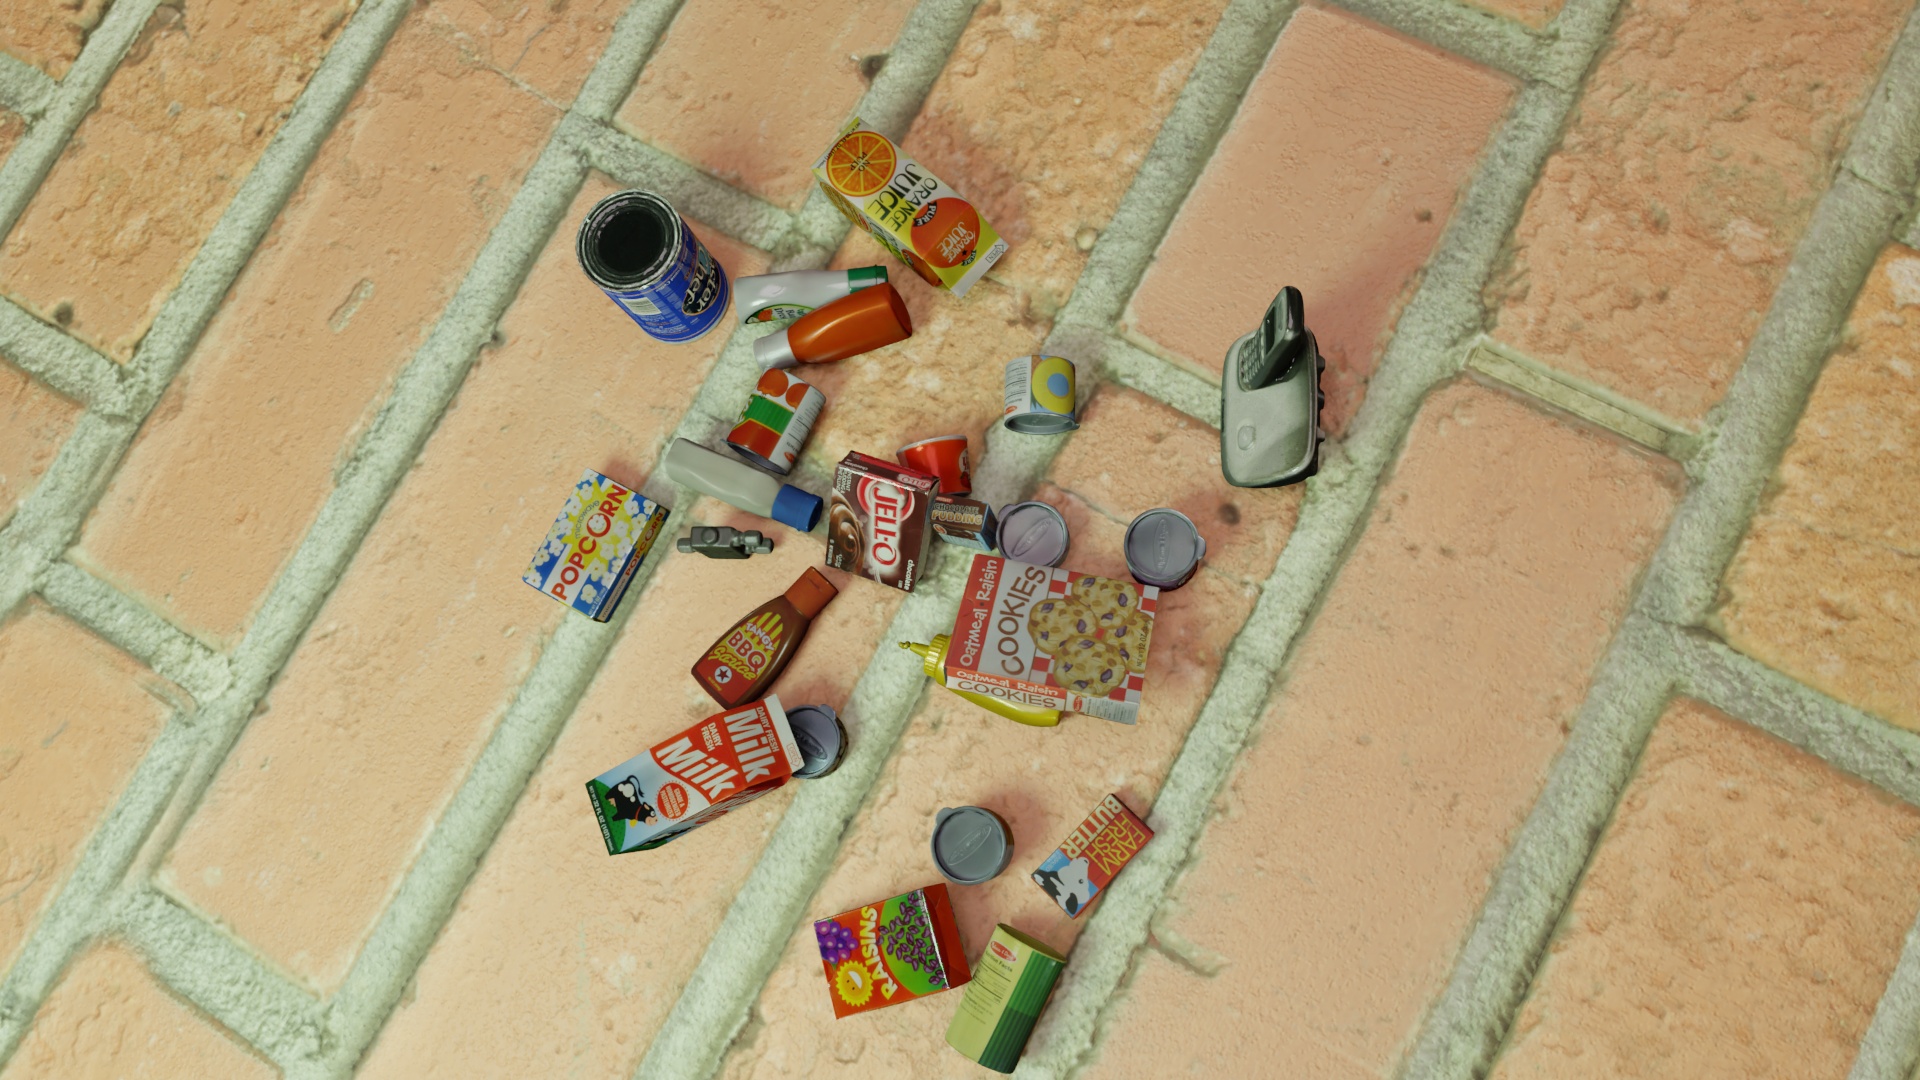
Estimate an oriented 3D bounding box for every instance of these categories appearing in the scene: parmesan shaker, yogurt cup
[{"bbox_3d":[0.036,0.385,1.171,0.071,0.071,0.103,25,83,13],"label":"parmesan shaker"},{"bbox_3d":[-0.021,-0.063,1.282,0.072,0.072,0.054,-13,84,6],"label":"yogurt cup"}]

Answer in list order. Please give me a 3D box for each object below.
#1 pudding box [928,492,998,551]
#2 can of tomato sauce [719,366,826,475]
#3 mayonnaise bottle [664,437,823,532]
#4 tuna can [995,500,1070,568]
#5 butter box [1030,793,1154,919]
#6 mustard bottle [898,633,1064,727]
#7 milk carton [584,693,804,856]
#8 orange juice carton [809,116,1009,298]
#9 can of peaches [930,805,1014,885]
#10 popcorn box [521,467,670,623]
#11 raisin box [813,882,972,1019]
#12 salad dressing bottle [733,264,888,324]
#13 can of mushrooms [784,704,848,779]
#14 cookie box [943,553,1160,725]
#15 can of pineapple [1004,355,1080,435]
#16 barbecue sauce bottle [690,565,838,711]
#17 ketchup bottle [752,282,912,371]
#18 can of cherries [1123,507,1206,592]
[{"bbox_3d":[0.004,-0.016,1.255,0.050,0.083,0.030,13,80,12],"label":"pudding box"},{"bbox_3d":[-0.176,-0.114,1.315,0.071,0.071,0.083,25,82,13],"label":"can of tomato sauce"},{"bbox_3d":[-0.203,-0.051,1.309,0.148,0.064,0.041,22,78,9],"label":"mayonnaise bottle"},{"bbox_3d":[0.065,-0.003,1.269,0.071,0.033,0.071,-2,77,8],"label":"tuna can"},{"bbox_3d":[0.115,0.273,1.203,0.103,0.024,0.053,-46,74,-3],"label":"butter box"},{"bbox_3d":[0.020,0.116,1.241,0.160,0.048,0.065,19,72,13],"label":"mustard bottle"},{"bbox_3d":[-0.227,0.206,1.225,0.190,0.073,0.072,-29,74,16],"label":"milk carton"},{"bbox_3d":[-0.047,-0.314,1.337,0.193,0.073,0.072,41,86,14],"label":"orange juice carton"},{"bbox_3d":[0.010,0.262,1.205,0.071,0.058,0.071,-2,77,9],"label":"can of peaches"},{"bbox_3d":[-0.348,0.005,1.328,0.085,0.038,0.127,27,83,14],"label":"popcorn box"},{"bbox_3d":[-0.060,0.350,1.182,0.123,0.040,0.086,-24,74,28],"label":"raisin box"},{"bbox_3d":[-0.143,-0.240,1.343,0.148,0.064,0.044,-7,85,0],"label":"salad dressing bottle"},{"bbox_3d":[-0.135,0.181,1.258,0.071,0.033,0.071,-2,77,9],"label":"can of mushrooms"},{"bbox_3d":[0.080,0.083,1.205,0.167,0.040,0.123,11,54,7],"label":"cookie box"},{"bbox_3d":[0.075,-0.133,1.282,0.071,0.071,0.058,0,78,9],"label":"can of pineapple"},{"bbox_3d":[-0.176,0.088,1.281,0.065,0.043,0.148,43,86,16],"label":"barbecue sauce bottle"},{"bbox_3d":[-0.125,-0.198,1.330,0.149,0.064,0.044,-17,58,13],"label":"ketchup bottle"},{"bbox_3d":[0.182,0.010,1.235,0.071,0.058,0.071,-2,76,8],"label":"can of cherries"}]
